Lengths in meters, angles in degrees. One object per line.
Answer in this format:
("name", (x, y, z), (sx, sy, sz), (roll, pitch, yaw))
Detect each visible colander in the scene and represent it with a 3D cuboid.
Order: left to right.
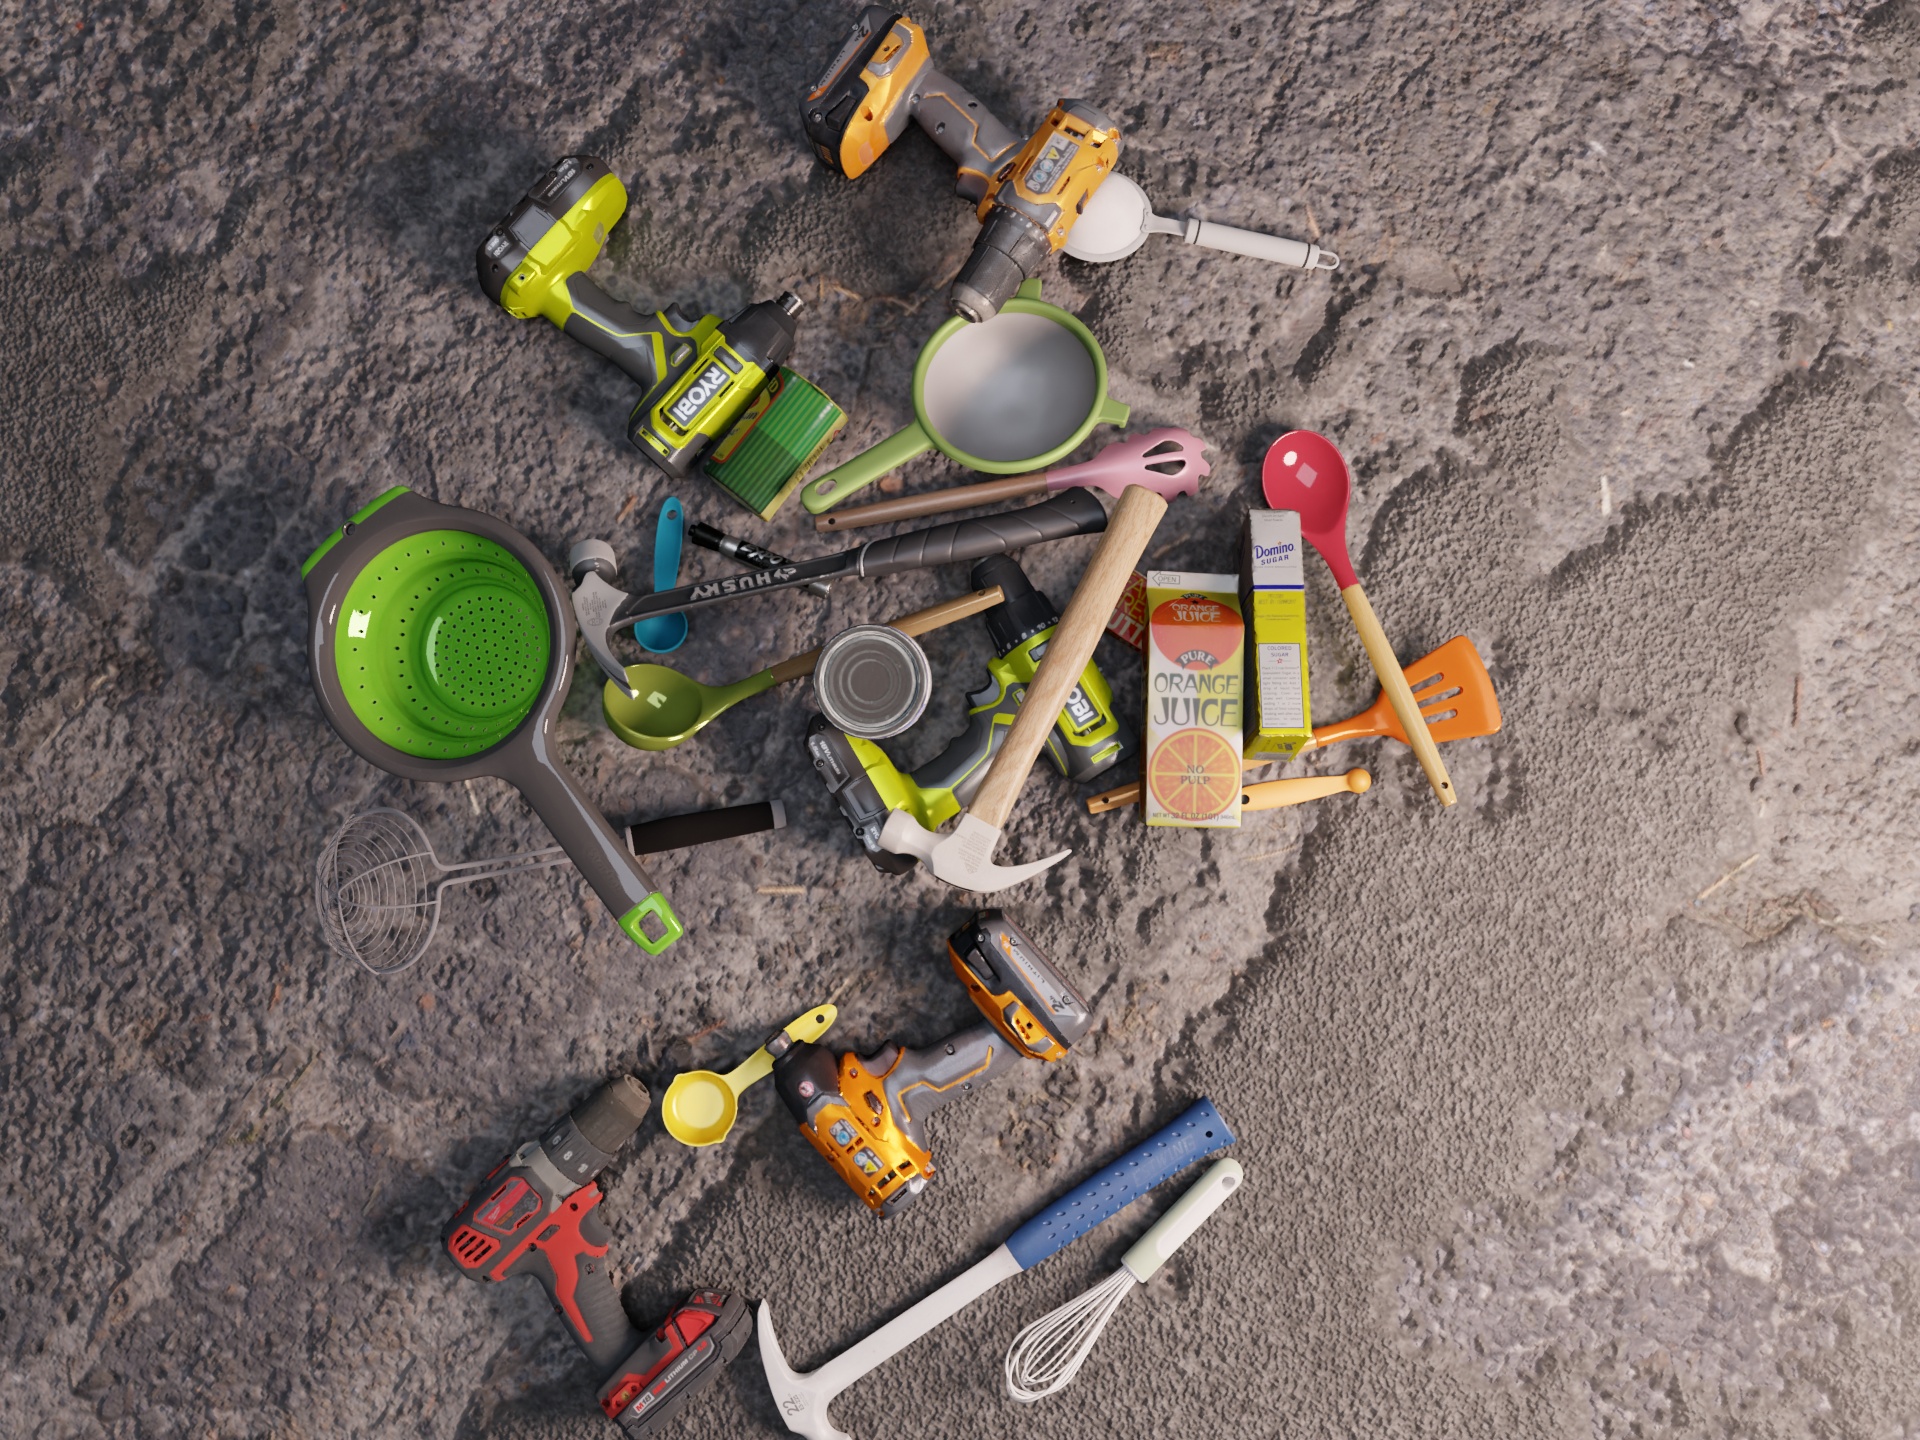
("colander", (-0.328, 0.008, 1.201), (0.204, 0.094, 0.397), (-39, 84, 5))

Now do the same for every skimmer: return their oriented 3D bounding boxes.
("skimmer", (-0.318, 0.107, 1.240), (0.363, 0.090, 0.127), (-10, 83, -11))

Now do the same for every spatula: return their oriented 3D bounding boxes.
("spatula", (0.254, 0.019, 1.242), (0.322, 0.041, 0.081), (-17, 78, 0))

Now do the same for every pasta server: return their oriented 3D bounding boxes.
("pasta server", (0.041, -0.183, 1.260), (0.316, 0.040, 0.060), (-10, 87, 3))

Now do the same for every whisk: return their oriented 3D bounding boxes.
("whisk", (0.126, 0.427, 1.218), (0.246, 0.059, 0.057), (-43, 111, -7))

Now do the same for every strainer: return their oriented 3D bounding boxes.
("strainer", (-0.006, -0.220, 1.232), (0.256, 0.069, 0.152), (-30, 70, -3))
("strainer", (0.177, -0.393, 1.264), (0.258, 0.050, 0.087), (11, 73, -3))

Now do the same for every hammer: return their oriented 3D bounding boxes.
("hammer", (-0.089, -0.116, 1.204), (0.409, 0.036, 0.149), (-13, 50, -5))
("hammer", (0.029, 0.413, 1.223), (0.405, 0.035, 0.144), (-34, 88, -2))
("hammer", (0.070, -0.025, 1.177), (0.130, 0.031, 0.331), (27, 81, 1))

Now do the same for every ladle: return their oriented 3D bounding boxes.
("ladle", (-0.122, -0.050, 1.204), (0.320, 0.062, 0.078), (-19, 49, 11))
("ladle", (0.314, -0.080, 1.231), (0.069, 0.031, 0.315), (-21, 78, 1))

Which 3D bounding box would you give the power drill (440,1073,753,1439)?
("power drill", (-0.256, 0.401, 1.204), (0.188, 0.080, 0.227), (-44, 85, -3))

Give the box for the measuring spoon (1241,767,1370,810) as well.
("measuring spoon", (0.267, 0.055, 1.254), (0.117, 0.011, 0.021), (-9, 87, -1))

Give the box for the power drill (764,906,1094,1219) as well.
("power drill", (-0.030, 0.246, 1.207), (0.226, 0.084, 0.164), (-42, 91, 1))

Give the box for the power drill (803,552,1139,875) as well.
("power drill", (-0.002, -0.004, 1.225), (0.228, 0.080, 0.190), (-30, 83, -4))

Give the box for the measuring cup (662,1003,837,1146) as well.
("measuring cup", (-0.162, 0.270, 1.239), (0.156, 0.029, 0.062), (-35, 90, -14))

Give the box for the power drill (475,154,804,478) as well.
("power drill", (-0.247, -0.323, 1.241), (0.223, 0.080, 0.171), (42, 88, -2))

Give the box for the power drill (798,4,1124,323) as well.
("power drill", (-0.014, -0.425, 1.226), (0.226, 0.084, 0.185), (32, 85, 10))

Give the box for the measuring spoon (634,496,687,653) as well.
("measuring spoon", (-0.232, -0.114, 1.261), (0.042, 0.021, 0.129), (3, 78, 1))
